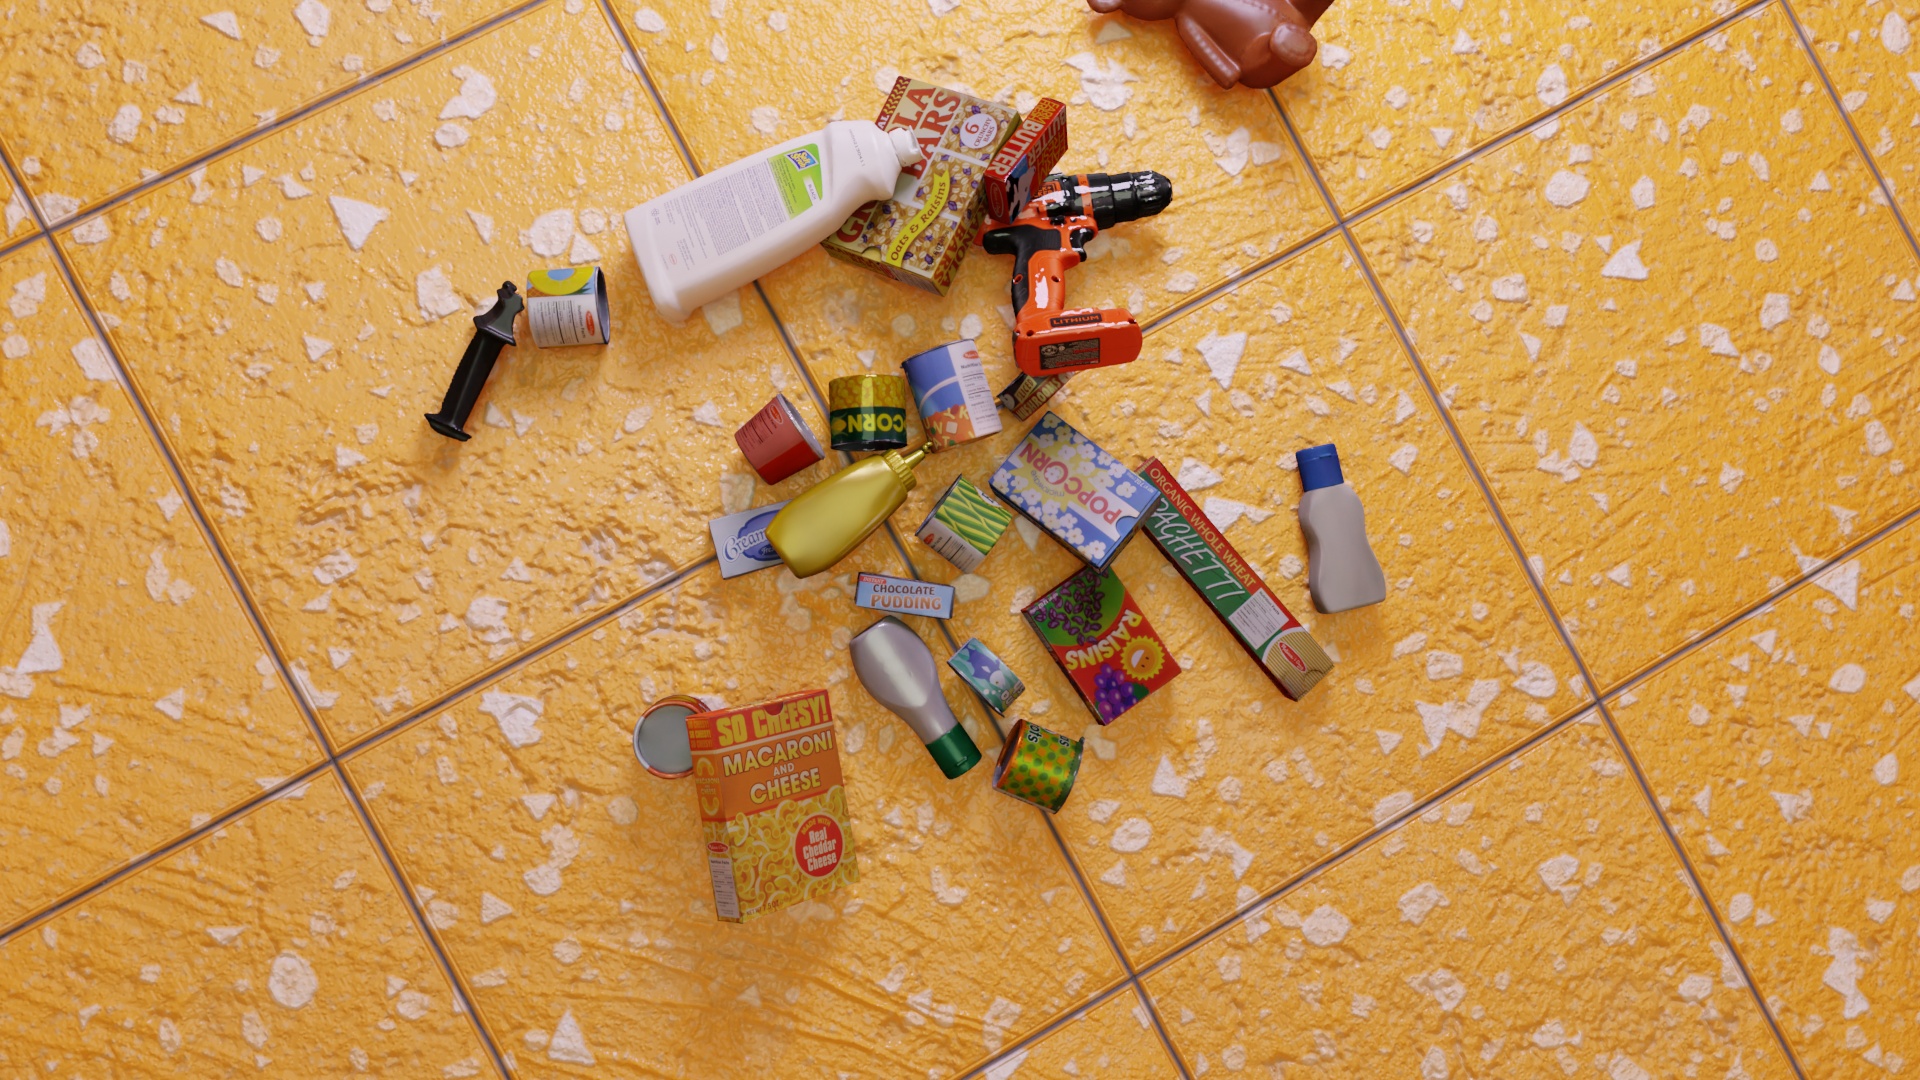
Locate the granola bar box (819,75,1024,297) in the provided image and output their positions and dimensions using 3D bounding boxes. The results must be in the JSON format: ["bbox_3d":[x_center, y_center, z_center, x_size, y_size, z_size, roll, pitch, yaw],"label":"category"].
[{"bbox_3d":[-0.034,-0.306,1.191,0.124,0.039,0.165,24,84,24],"label":"granola bar box"}]

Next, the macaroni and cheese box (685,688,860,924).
[{"bbox_3d":[-0.153,0.215,1.146,0.124,0.040,0.166,-8,88,-44],"label":"macaroni and cheese box"}]

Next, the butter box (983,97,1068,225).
[{"bbox_3d":[0.056,-0.322,1.177,0.024,0.053,0.104,25,65,21],"label":"butter box"}]

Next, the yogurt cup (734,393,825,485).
[{"bbox_3d":[-0.155,-0.083,1.181,0.054,0.072,0.072,-35,91,2],"label":"yogurt cup"}]

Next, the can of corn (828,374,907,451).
[{"bbox_3d":[-0.078,-0.109,1.186,0.071,0.071,0.058,-2,87,-6],"label":"can of corn"}]

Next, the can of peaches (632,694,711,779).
[{"bbox_3d":[-0.236,0.163,1.162,0.071,0.058,0.071,0,87,-6],"label":"can of peaches"}]

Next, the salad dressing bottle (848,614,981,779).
[{"bbox_3d":[-0.037,0.136,1.193,0.064,0.044,0.147,-34,92,-7],"label":"salad dressing bottle"}]

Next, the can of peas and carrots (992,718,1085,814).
[{"bbox_3d":[0.067,0.191,1.189,0.059,0.071,0.071,23,85,-4],"label":"can of peas and carrots"}]

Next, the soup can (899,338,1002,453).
[{"bbox_3d":[-0.009,-0.123,1.199,0.071,0.071,0.083,-18,90,-7],"label":"soup can"}]

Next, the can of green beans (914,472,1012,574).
[{"bbox_3d":[0.003,-0.013,1.193,0.058,0.071,0.071,37,84,-4],"label":"can of green beans"}]

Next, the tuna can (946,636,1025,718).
[{"bbox_3d":[0.024,0.117,1.187,0.071,0.071,0.033,45,84,-3],"label":"tuna can"}]

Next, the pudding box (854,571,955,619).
[{"bbox_3d":[-0.048,0.047,1.193,0.084,0.049,0.030,9,88,-5],"label":"pudding box"}]

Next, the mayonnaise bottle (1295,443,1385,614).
[{"bbox_3d":[0.334,-0.011,1.242,0.065,0.041,0.148,-12,87,-8],"label":"mayonnaise bottle"}]

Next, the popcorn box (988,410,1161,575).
[{"bbox_3d":[0.098,-0.041,1.199,0.127,0.038,0.085,38,83,18],"label":"popcorn box"}]

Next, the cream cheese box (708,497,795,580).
[{"bbox_3d":[-0.161,-0.005,1.196,0.104,0.024,0.053,-16,88,-7],"label":"cream cheese box"}]

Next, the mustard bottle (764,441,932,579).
[{"bbox_3d":[-0.086,-0.033,1.169,0.160,0.049,0.065,-36,93,-10],"label":"mustard bottle"}]

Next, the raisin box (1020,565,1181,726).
[{"bbox_3d":[0.123,0.088,1.215,0.086,0.040,0.123,-35,90,-8],"label":"raisin box"}]

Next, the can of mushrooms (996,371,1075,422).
[{"bbox_3d":[0.065,-0.135,1.204,0.071,0.071,0.033,-43,94,-6],"label":"can of mushrooms"}]

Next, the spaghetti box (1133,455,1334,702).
[{"bbox_3d":[0.232,0.033,1.234,0.050,0.028,0.250,-41,92,-6],"label":"spaghetti box"}]

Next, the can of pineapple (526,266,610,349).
[{"bbox_3d":[-0.329,-0.196,1.168,0.058,0.071,0.071,-5,88,-6],"label":"can of pineapple"}]
